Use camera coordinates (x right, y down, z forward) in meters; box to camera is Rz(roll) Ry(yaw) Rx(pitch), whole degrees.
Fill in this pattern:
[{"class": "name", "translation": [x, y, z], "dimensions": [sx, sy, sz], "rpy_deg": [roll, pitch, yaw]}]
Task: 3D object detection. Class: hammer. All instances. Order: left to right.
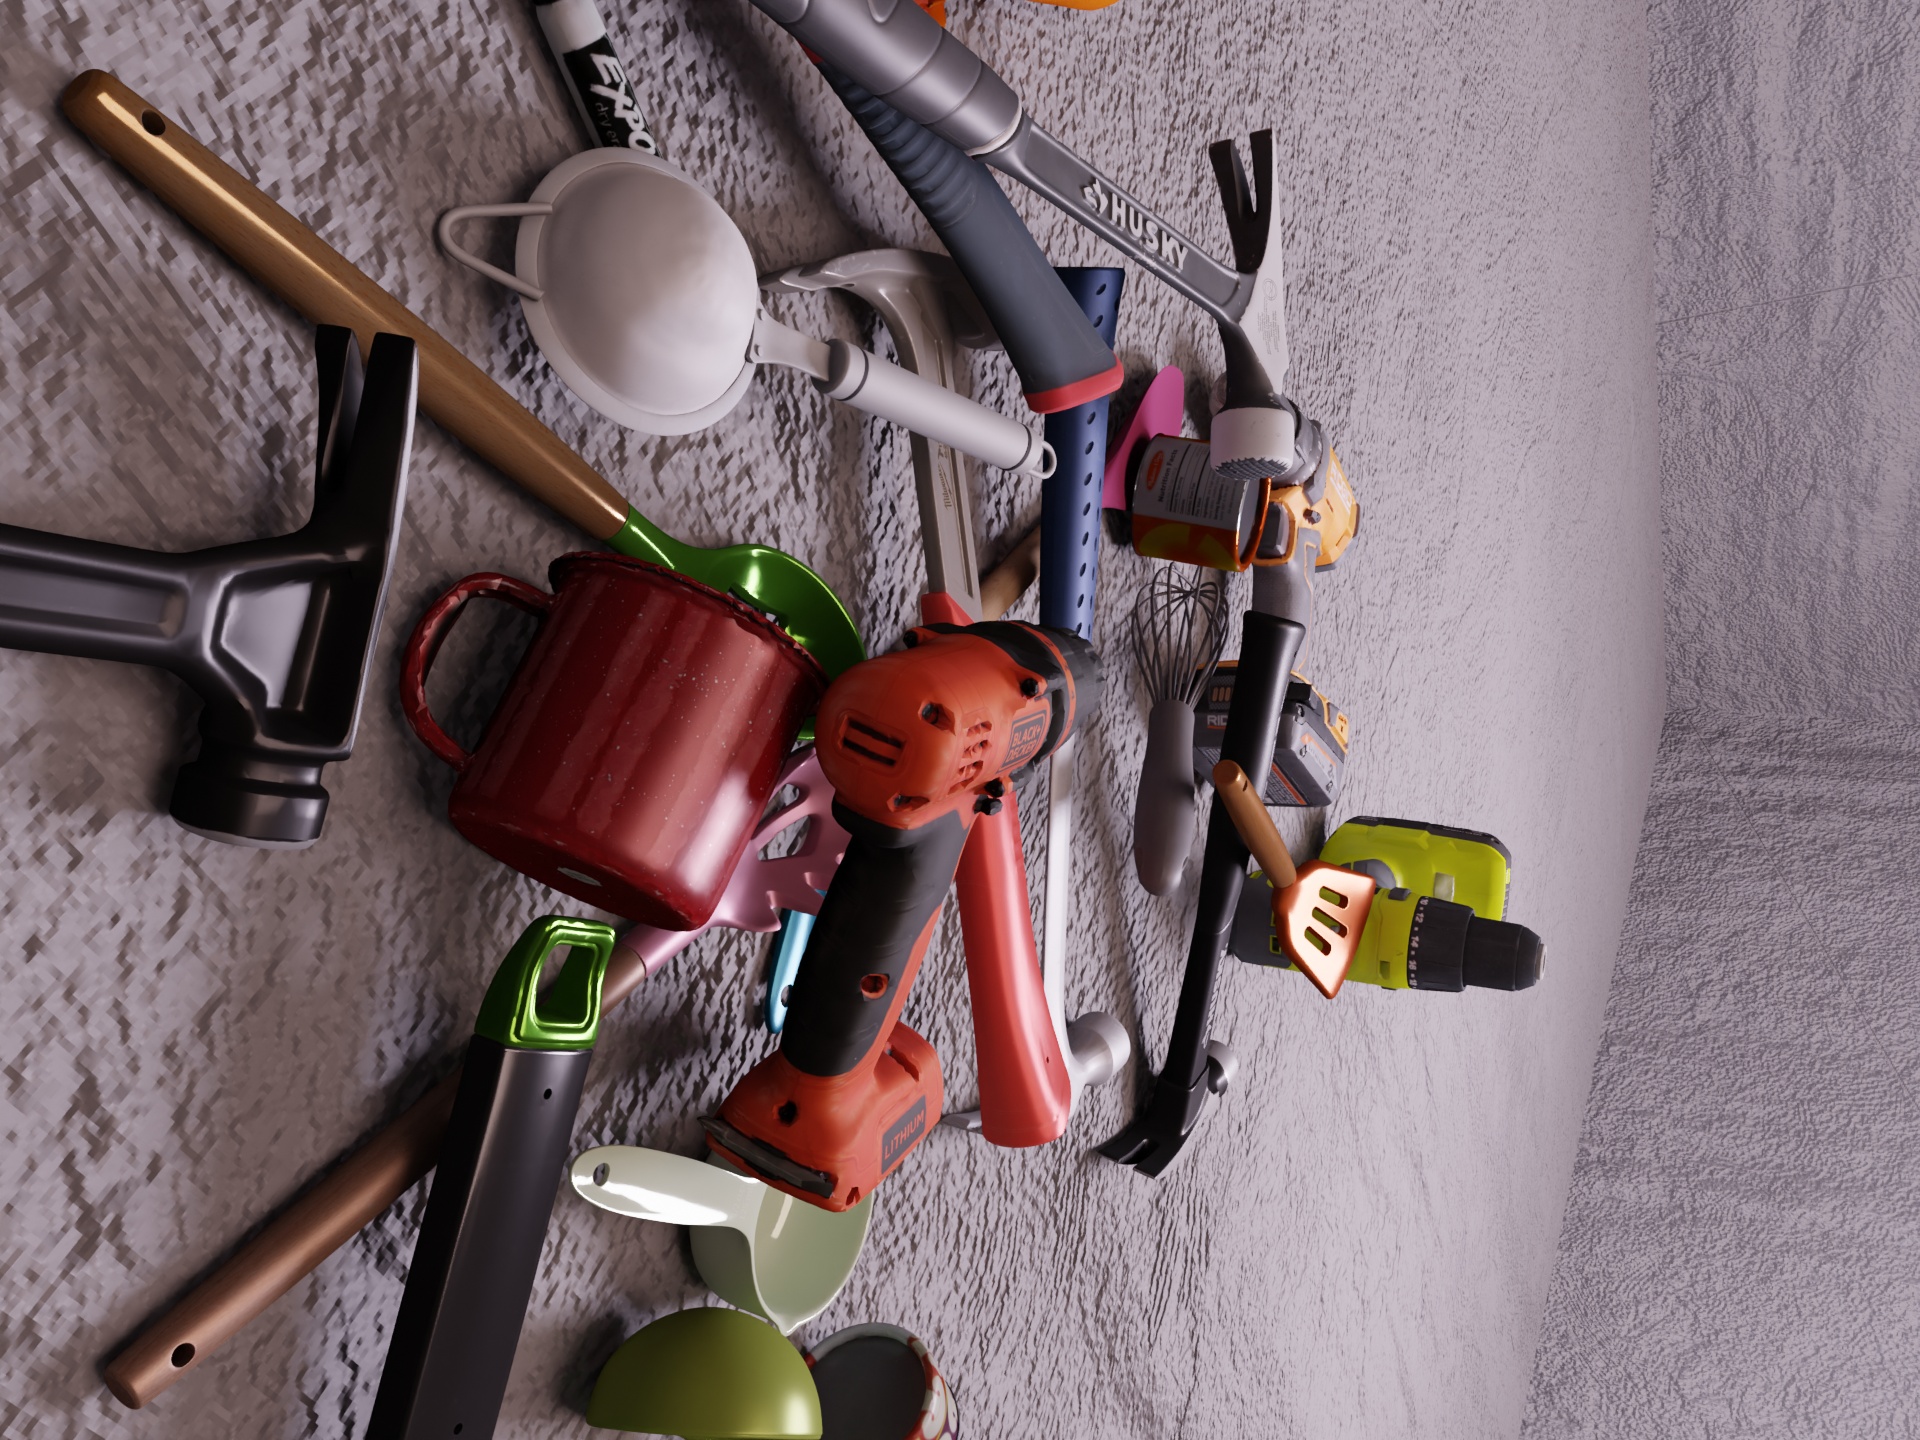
[{"class": "hammer", "translation": [-0.228, -0.042, 0.248], "dimensions": [0.336, 0.034, 0.127], "rpy_deg": [8, 97, -62]}, {"class": "hammer", "translation": [-0.039, -0.248, 0.527], "dimensions": [0.385, 0.038, 0.143], "rpy_deg": [45, 55, -45]}, {"class": "hammer", "translation": [-0.001, -0.002, 0.634], "dimensions": [0.149, 0.037, 0.359], "rpy_deg": [-18, 103, -56]}, {"class": "hammer", "translation": [0.023, -0.204, 0.552], "dimensions": [0.408, 0.036, 0.149], "rpy_deg": [12, 78, -54]}, {"class": "hammer", "translation": [0.045, 0.003, 0.728], "dimensions": [0.144, 0.035, 0.405], "rpy_deg": [-23, 118, -58]}, {"class": "hammer", "translation": [0.139, 0.097, 0.867], "dimensions": [0.146, 0.035, 0.334], "rpy_deg": [-33, 135, -55]}]

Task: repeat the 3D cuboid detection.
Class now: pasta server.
[{"class": "pasta server", "translation": [-0.115, 0.090, 0.491], "dimensions": [0.316, 0.040, 0.060], "rpy_deg": [-41, 117, -49]}]

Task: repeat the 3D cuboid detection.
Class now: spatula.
[{"class": "spatula", "translation": [0.176, 0.078, 0.842], "dimensions": [0.081, 0.041, 0.322], "rpy_deg": [-67, 155, -11]}]

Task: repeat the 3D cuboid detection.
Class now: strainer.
[{"class": "strainer", "translation": [-0.044, -0.120, 0.522], "dimensions": [0.258, 0.050, 0.087], "rpy_deg": [12, 78, -49]}]

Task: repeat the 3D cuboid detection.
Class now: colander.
[{"class": "colander", "translation": [-0.126, 0.252, 0.408], "dimensions": [0.204, 0.094, 0.397], "rpy_deg": [22, 81, -58]}]

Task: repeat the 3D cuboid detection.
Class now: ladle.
[{"class": "ladle", "translation": [-0.074, 0.336, 0.586], "dimensions": [0.062, 0.078, 0.320], "rpy_deg": [-73, 160, -60]}]

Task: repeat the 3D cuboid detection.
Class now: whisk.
[{"class": "whisk", "translation": [0.107, -0.003, 0.796], "dimensions": [0.239, 0.055, 0.055], "rpy_deg": [-77, 154, -48]}]

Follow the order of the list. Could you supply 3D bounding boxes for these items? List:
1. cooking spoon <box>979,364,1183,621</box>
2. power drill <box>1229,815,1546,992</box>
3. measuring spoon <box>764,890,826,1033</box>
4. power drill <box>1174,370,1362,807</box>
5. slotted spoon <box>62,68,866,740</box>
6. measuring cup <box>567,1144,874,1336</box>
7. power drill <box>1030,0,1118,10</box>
[{"class": "cooking spoon", "translation": [0.048, -0.093, 0.763], "dimensions": [0.319, 0.017, 0.068], "rpy_deg": [-49, 145, -46]}, {"class": "power drill", "translation": [0.304, 0.128, 1.078], "dimensions": [0.228, 0.190, 0.080], "rpy_deg": [-15, 109, -63]}, {"class": "measuring spoon", "translation": [-0.049, 0.059, 0.615], "dimensions": [0.042, 0.021, 0.129], "rpy_deg": [44, 56, -54]}, {"class": "power drill", "translation": [0.181, -0.081, 0.939], "dimensions": [0.185, 0.084, 0.226], "rpy_deg": [40, 56, -55]}, {"class": "slotted spoon", "translation": [-0.120, -0.074, 0.469], "dimensions": [0.313, 0.031, 0.070], "rpy_deg": [41, 45, -52]}, {"class": "measuring cup", "translation": [-0.089, 0.163, 0.551], "dimensions": [0.167, 0.038, 0.083], "rpy_deg": [37, 63, -53]}, {"class": "power drill", "translation": [0.049, -0.417, 0.659], "dimensions": [0.164, 0.084, 0.226], "rpy_deg": [-30, 124, -56]}]
